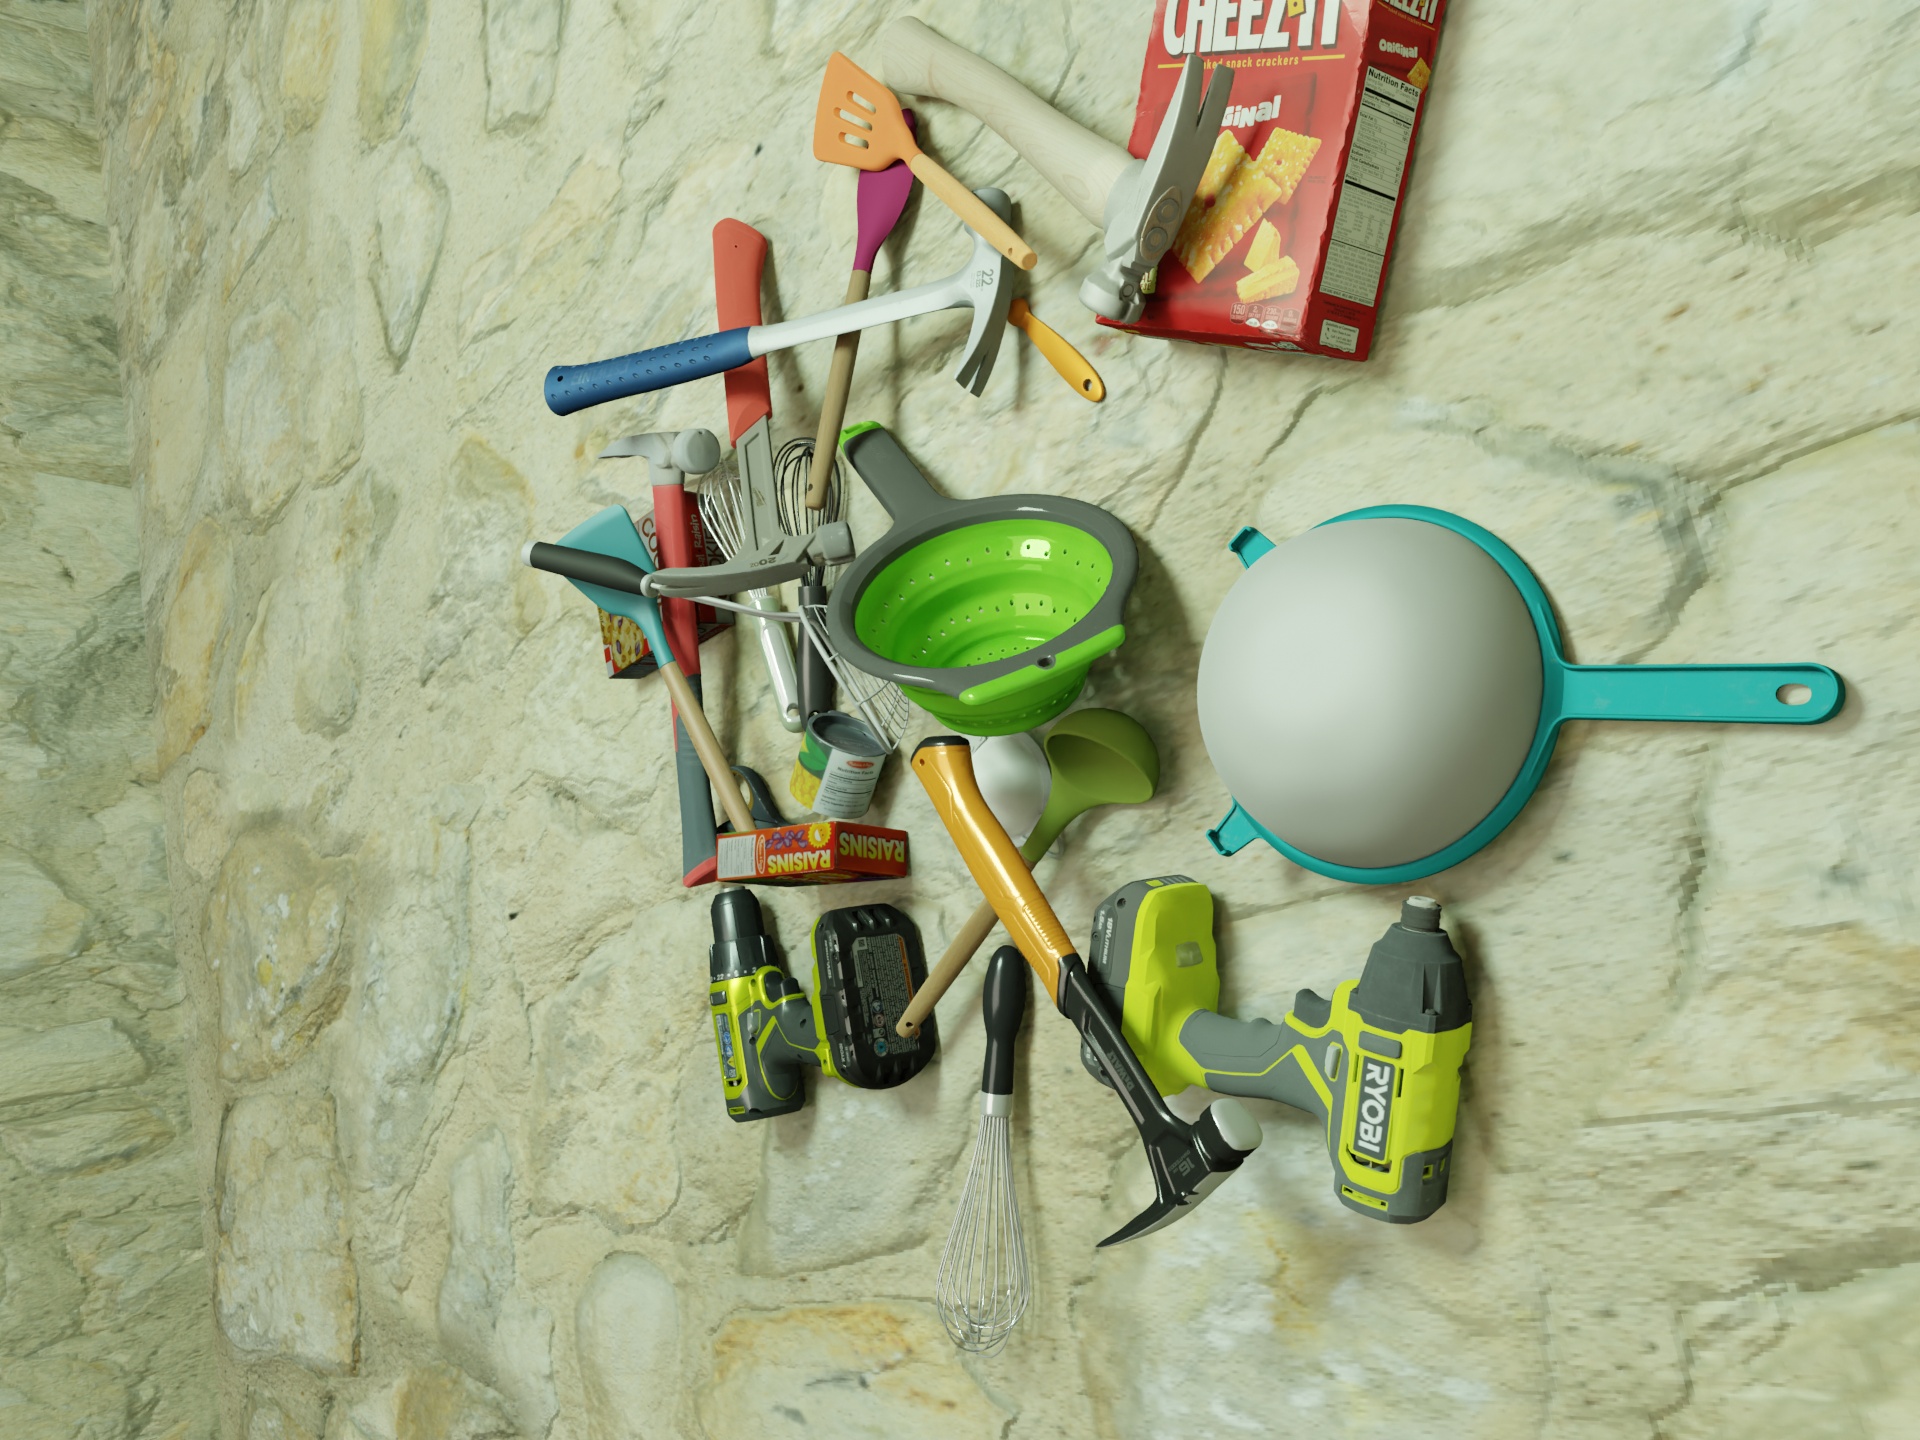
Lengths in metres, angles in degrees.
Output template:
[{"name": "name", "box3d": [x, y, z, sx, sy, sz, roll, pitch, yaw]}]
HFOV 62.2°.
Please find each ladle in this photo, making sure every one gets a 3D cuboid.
[{"name": "ladle", "box3d": [0.032, 0.116, 1.076, 0.078, 0.062, 0.320, 32, 119, -2]}]

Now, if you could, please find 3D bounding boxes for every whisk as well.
[{"name": "whisk", "box3d": [-0.121, -0.105, 1.270, 0.055, 0.055, 0.239, 4, 98, 48]}, {"name": "whisk", "box3d": [-0.167, -0.106, 1.321, 0.059, 0.058, 0.246, 109, 144, -75]}, {"name": "whisk", "box3d": [0.022, 0.299, 1.111, 0.070, 0.070, 0.284, 1, 86, 48]}]

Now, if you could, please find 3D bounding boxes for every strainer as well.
[{"name": "strainer", "box3d": [-0.002, -0.004, 1.143, 0.086, 0.050, 0.259, -54, 50, 35]}, {"name": "strainer", "box3d": [0.248, -0.019, 0.805, 0.340, 0.095, 0.211, 1, 84, 44]}]

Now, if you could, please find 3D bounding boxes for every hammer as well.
[{"name": "hammer", "box3d": [-0.177, -0.257, 1.256, 0.036, 0.149, 0.359, 78, -179, -60]}, {"name": "hammer", "box3d": [0.052, 0.146, 0.965, 0.127, 0.034, 0.337, -54, 53, 33]}, {"name": "hammer", "box3d": [0.039, -0.401, 1.027, 0.411, 0.038, 0.146, 56, 131, 47]}, {"name": "hammer", "box3d": [-0.246, -0.050, 1.361, 0.143, 0.038, 0.386, 5, 102, 47]}, {"name": "hammer", "box3d": [-0.146, -0.279, 1.184, 0.405, 0.035, 0.144, -7, 74, 28]}]

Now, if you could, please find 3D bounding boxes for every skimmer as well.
[{"name": "skimmer", "box3d": [-0.201, -0.065, 1.227, 0.363, 0.127, 0.090, 16, 73, 21]}]

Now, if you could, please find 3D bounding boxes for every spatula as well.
[{"name": "spatula", "box3d": [-0.233, -0.022, 1.292, 0.082, 0.044, 0.318, -31, 78, 14]}, {"name": "spatula", "box3d": [-0.028, -0.378, 1.103, 0.323, 0.041, 0.081, 56, 139, 46]}]

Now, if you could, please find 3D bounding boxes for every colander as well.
[{"name": "colander", "box3d": [-0.007, -0.098, 1.104, 0.398, 0.204, 0.094, -124, 14, -51]}]

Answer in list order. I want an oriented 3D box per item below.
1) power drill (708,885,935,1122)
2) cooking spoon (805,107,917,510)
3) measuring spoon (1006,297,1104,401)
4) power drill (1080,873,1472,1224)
[{"name": "power drill", "box3d": [-0.126, 0.214, 1.259, 0.228, 0.080, 0.191, -22, 75, 49]}, {"name": "cooking spoon", "box3d": [-0.079, -0.310, 1.188, 0.069, 0.017, 0.319, 1, 77, 48]}, {"name": "measuring spoon", "box3d": [0.062, -0.253, 1.085, 0.117, 0.011, 0.021, 53, 127, 33]}, {"name": "power drill", "box3d": [0.182, 0.168, 0.916, 0.223, 0.080, 0.171, 11, 99, 44]}]
